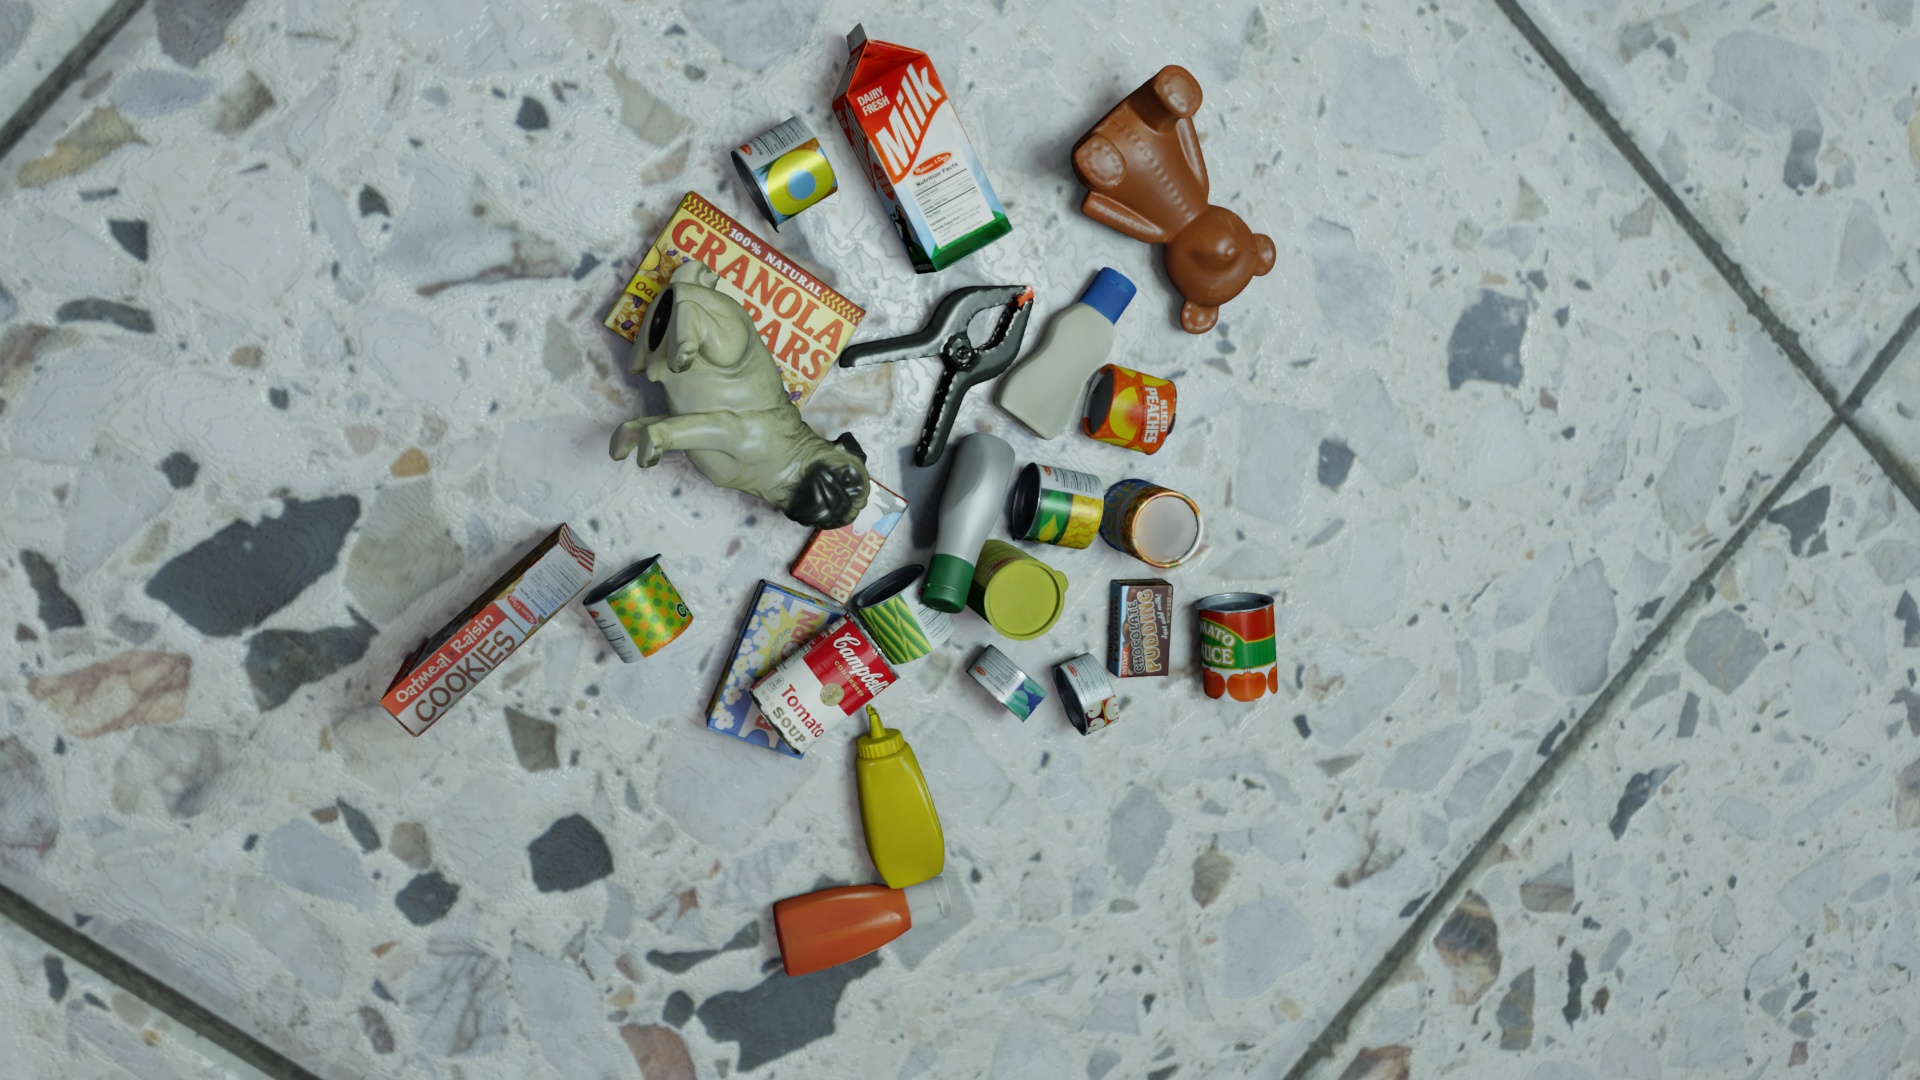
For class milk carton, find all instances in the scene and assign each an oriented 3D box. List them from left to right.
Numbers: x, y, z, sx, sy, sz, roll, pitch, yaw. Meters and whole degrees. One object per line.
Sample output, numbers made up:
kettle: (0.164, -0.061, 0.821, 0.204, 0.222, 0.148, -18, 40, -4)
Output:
milk carton: (-0.040, -0.311, 1.088, 0.073, 0.072, 0.190, -30, 106, -8)

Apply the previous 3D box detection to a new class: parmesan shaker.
parmesan shaker: (0.041, 0.038, 1.145, 0.071, 0.103, 0.071, -2, 100, -14)

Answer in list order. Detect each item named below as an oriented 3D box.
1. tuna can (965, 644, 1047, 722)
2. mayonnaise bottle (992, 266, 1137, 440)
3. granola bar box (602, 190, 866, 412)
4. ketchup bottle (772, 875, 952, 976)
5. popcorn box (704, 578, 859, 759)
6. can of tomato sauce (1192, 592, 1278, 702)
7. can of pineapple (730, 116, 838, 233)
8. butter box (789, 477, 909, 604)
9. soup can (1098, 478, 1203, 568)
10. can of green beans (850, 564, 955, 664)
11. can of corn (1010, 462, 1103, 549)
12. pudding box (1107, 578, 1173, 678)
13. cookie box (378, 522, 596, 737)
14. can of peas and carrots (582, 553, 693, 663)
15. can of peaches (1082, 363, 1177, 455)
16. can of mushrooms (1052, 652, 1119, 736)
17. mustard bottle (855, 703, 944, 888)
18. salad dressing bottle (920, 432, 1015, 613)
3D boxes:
tuna can: (0.040, 0.121, 1.178, 0.071, 0.071, 0.033, 42, 86, -17)
mayonnaise bottle: (0.092, -0.159, 1.162, 0.064, 0.041, 0.148, 36, 87, -18)
granola bar box: (-0.176, -0.175, 1.089, 0.165, 0.039, 0.124, 33, 89, -17)
ketchup bottle: (-0.082, 0.323, 1.186, 0.149, 0.043, 0.064, -11, 102, -13)
popcorn box: (-0.147, 0.105, 1.140, 0.085, 0.038, 0.126, 22, 92, -18)
can of tomato sauce: (0.243, 0.094, 1.225, 0.071, 0.071, 0.083, -8, 101, -13)
can of pineapple: (-0.135, -0.283, 1.071, 0.058, 0.071, 0.071, -32, 105, -8)
butter box: (-0.092, -0.003, 1.145, 0.053, 0.024, 0.103, 33, 89, -17)
soup can: (0.158, -0.016, 1.177, 0.071, 0.084, 0.071, -2, 99, -14)
can of green beans: (-0.046, 0.061, 1.145, 0.071, 0.071, 0.057, -31, 105, -8)
can of corn: (0.081, -0.026, 1.166, 0.058, 0.071, 0.071, 10, 96, -16)
pudding box: (0.157, 0.076, 1.219, 0.050, 0.030, 0.083, 0, 98, -14)
cookie box: (-0.348, 0.063, 1.037, 0.167, 0.123, 0.040, -42, 105, -5)
can of peas and carrots: (-0.250, 0.053, 1.091, 0.071, 0.071, 0.058, -32, 106, -8)
can of peaches: (0.142, -0.110, 1.166, 0.058, 0.071, 0.071, 15, 95, -15)
can of mushrooms: (0.108, 0.133, 1.198, 0.033, 0.071, 0.071, -22, 103, -11)
mustard bottle: (-0.057, 0.211, 1.174, 0.065, 0.049, 0.160, -14, 101, -12)
salad dressing bottle: (0.004, -0.014, 1.129, 0.044, 0.064, 0.148, 27, 67, -25)
